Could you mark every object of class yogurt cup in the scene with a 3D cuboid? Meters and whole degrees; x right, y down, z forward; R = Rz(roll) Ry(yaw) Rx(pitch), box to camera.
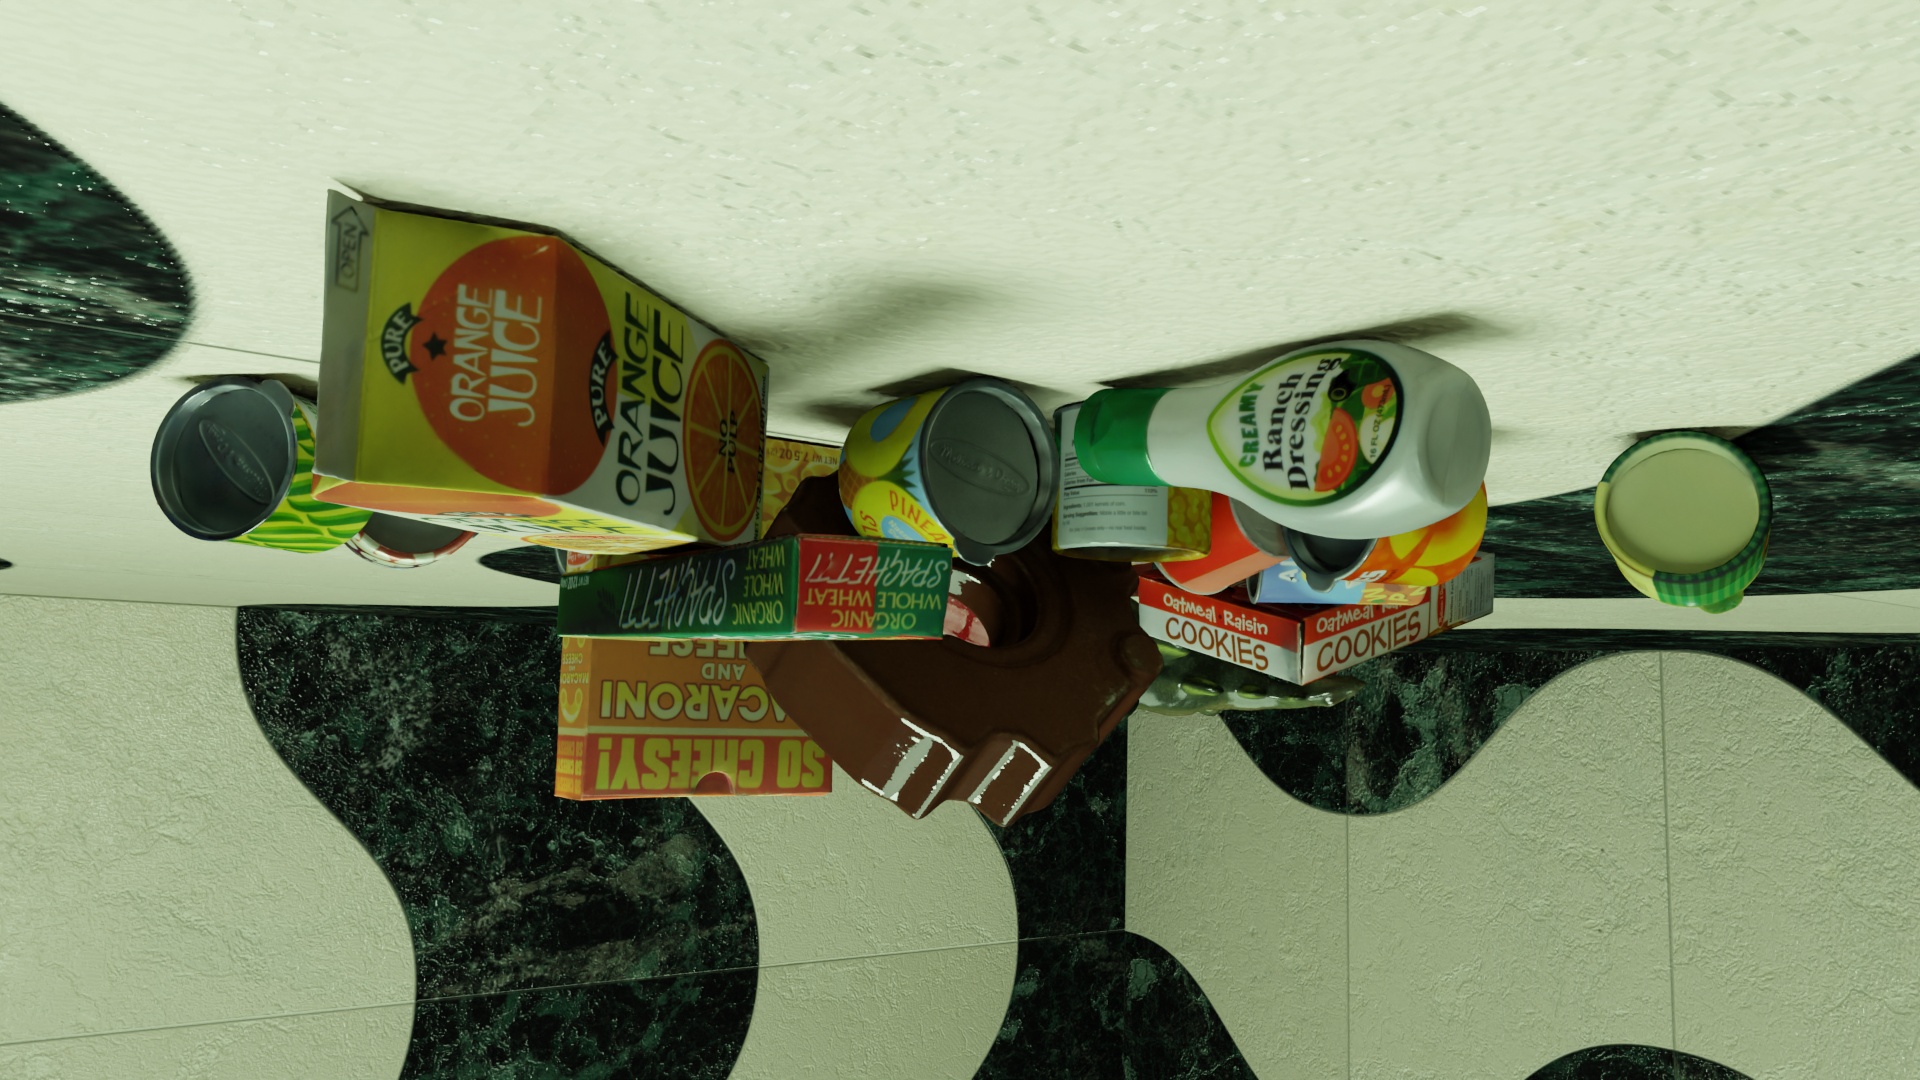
[{"bbox_3d":[0.123,-0.013,0.634,0.072,0.072,0.053,6,164,-34],"label":"yogurt cup"}]

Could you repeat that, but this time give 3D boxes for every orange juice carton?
[{"bbox_3d":[-0.128,-0.039,0.420,0.073,0.072,0.192,0,173,14],"label":"orange juice carton"}]

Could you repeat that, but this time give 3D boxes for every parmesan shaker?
[{"bbox_3d":[0.321,-0.005,0.611,0.071,0.071,0.103,-2,172,28],"label":"parmesan shaker"}]

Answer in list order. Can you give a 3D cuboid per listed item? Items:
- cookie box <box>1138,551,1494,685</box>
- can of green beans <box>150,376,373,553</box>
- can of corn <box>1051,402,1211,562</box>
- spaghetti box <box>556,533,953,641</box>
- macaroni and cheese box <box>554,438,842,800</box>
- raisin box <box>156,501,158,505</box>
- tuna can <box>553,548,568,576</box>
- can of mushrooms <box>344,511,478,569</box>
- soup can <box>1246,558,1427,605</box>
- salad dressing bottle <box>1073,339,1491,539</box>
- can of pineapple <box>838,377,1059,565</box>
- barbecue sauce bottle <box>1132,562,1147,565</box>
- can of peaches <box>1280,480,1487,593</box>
[{"bbox_3d":[0.204,0.030,0.798,0.168,0.040,0.123,-13,-163,-34],"label":"cookie box"},{"bbox_3d":[-0.284,-0.029,0.573,0.071,0.071,0.058,0,174,12],"label":"can of green beans"},{"bbox_3d":[0.072,-0.023,0.576,0.071,0.058,0.071,2,173,0],"label":"can of corn"},{"bbox_3d":[-0.085,0.020,0.486,0.050,0.028,0.249,5,174,-30],"label":"spaghetti box"},{"bbox_3d":[-0.117,0.034,0.639,0.124,0.166,0.040,6,171,-35],"label":"macaroni and cheese box"},{"bbox_3d":[-0.325,-0.028,0.711,0.123,0.040,0.086,3,173,2],"label":"raisin box"},{"bbox_3d":[-0.179,-0.012,0.699,0.033,0.071,0.071,5,172,-33],"label":"tuna can"},{"bbox_3d":[-0.251,-0.020,0.639,0.071,0.071,0.033,6,171,-30],"label":"can of mushrooms"},{"bbox_3d":[0.191,-0.001,0.706,0.084,0.071,0.071,0,173,5],"label":"soup can"},{"bbox_3d":[0.102,-0.035,0.474,0.044,0.064,0.147,18,172,-39],"label":"salad dressing bottle"},{"bbox_3d":[-0.006,-0.024,0.534,0.071,0.071,0.058,7,171,-36],"label":"can of pineapple"},{"bbox_3d":[0.094,-0.009,0.751,0.065,0.044,0.148,14,168,-27],"label":"barbecue sauce bottle"},{"bbox_3d":[0.179,-0.012,0.592,0.058,0.071,0.071,4,173,-25],"label":"can of peaches"}]
